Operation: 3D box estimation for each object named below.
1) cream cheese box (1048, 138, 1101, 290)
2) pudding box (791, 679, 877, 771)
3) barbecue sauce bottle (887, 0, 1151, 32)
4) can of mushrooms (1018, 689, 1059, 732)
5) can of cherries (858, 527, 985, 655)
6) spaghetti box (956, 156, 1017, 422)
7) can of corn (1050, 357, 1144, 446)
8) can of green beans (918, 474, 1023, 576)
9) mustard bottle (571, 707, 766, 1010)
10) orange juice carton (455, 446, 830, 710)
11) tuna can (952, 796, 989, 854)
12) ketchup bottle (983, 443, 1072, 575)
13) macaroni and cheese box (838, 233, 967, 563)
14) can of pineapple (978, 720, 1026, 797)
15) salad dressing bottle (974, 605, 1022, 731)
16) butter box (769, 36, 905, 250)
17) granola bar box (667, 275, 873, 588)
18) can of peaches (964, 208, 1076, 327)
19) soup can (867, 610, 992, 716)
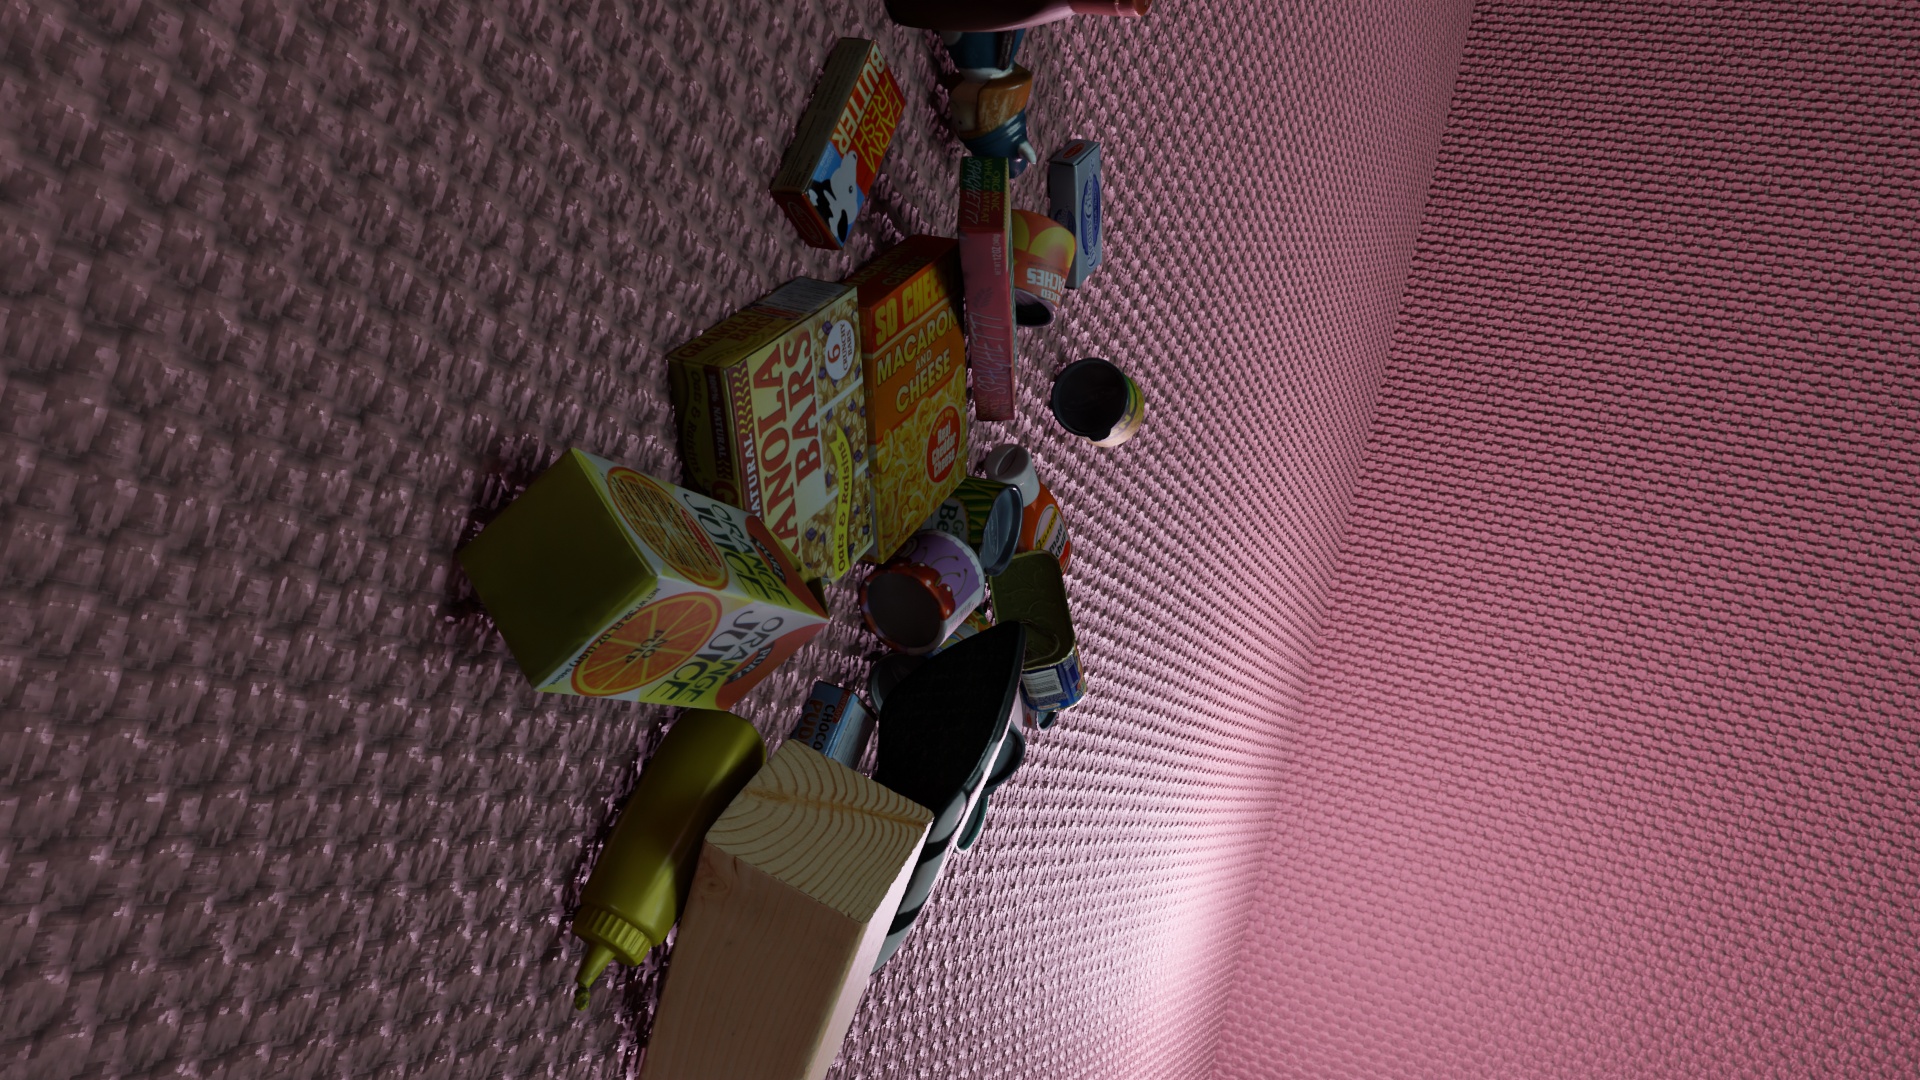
[{"bbox_3d":[0.090,-0.254,1.081,0.054,0.024,0.103,-50,145,-46],"label":"cream cheese box"},{"bbox_3d":[-0.086,0.137,0.875,0.049,0.030,0.084,60,48,-60],"label":"pudding box"},{"bbox_3d":[0.031,-0.309,0.757,0.044,0.148,0.064,-54,148,-41],"label":"barbecue sauce bottle"},{"bbox_3d":[0.067,0.132,1.220,0.071,0.033,0.070,-42,138,-53],"label":"can of mushrooms"},{"bbox_3d":[-0.027,0.032,0.916,0.059,0.071,0.071,-44,141,-51],"label":"can of cherries"},{"bbox_3d":[0.019,-0.150,0.884,0.249,0.029,0.050,80,12,-69],"label":"spaghetti box"},{"bbox_3d":[0.116,-0.112,1.158,0.058,0.071,0.071,15,88,-68],"label":"can of corn"},{"bbox_3d":[0.004,-0.013,0.969,0.071,0.058,0.071,-44,141,-52],"label":"can of green beans"},{"bbox_3d":[-0.155,0.162,0.706,0.065,0.049,0.161,84,29,-53],"label":"mustard bottle"},{"bbox_3d":[-0.127,0.026,0.636,0.071,0.073,0.192,-41,159,10],"label":"orange juice carton"},{"bbox_3d":[-0.004,0.211,1.100,0.071,0.033,0.070,-44,141,-52],"label":"tuna can"},{"bbox_3d":[0.051,-0.018,1.091,0.065,0.043,0.148,-59,151,-24],"label":"ketchup bottle"},{"bbox_3d":[-0.040,-0.088,0.851,0.124,0.040,0.165,-48,144,-51],"label":"macaroni and cheese box"},{"bbox_3d":[0.006,0.145,1.024,0.071,0.058,0.070,-13,127,-18],"label":"can of pineapple"},{"bbox_3d":[0.014,0.106,1.075,0.064,0.044,0.147,-59,150,-35],"label":"salad dressing bottle"},{"bbox_3d":[-0.064,-0.214,0.748,0.104,0.024,0.053,-70,155,-17],"label":"butter box"},{"bbox_3d":[-0.096,-0.043,0.747,0.125,0.039,0.164,-46,142,-50],"label":"granola bar box"},{"bbox_3d":[0.043,-0.186,0.949,0.071,0.071,0.058,44,60,-64],"label":"can of peaches"},{"bbox_3d":[-0.014,0.089,0.965,0.084,0.071,0.071,-38,136,-57],"label":"soup can"}]
